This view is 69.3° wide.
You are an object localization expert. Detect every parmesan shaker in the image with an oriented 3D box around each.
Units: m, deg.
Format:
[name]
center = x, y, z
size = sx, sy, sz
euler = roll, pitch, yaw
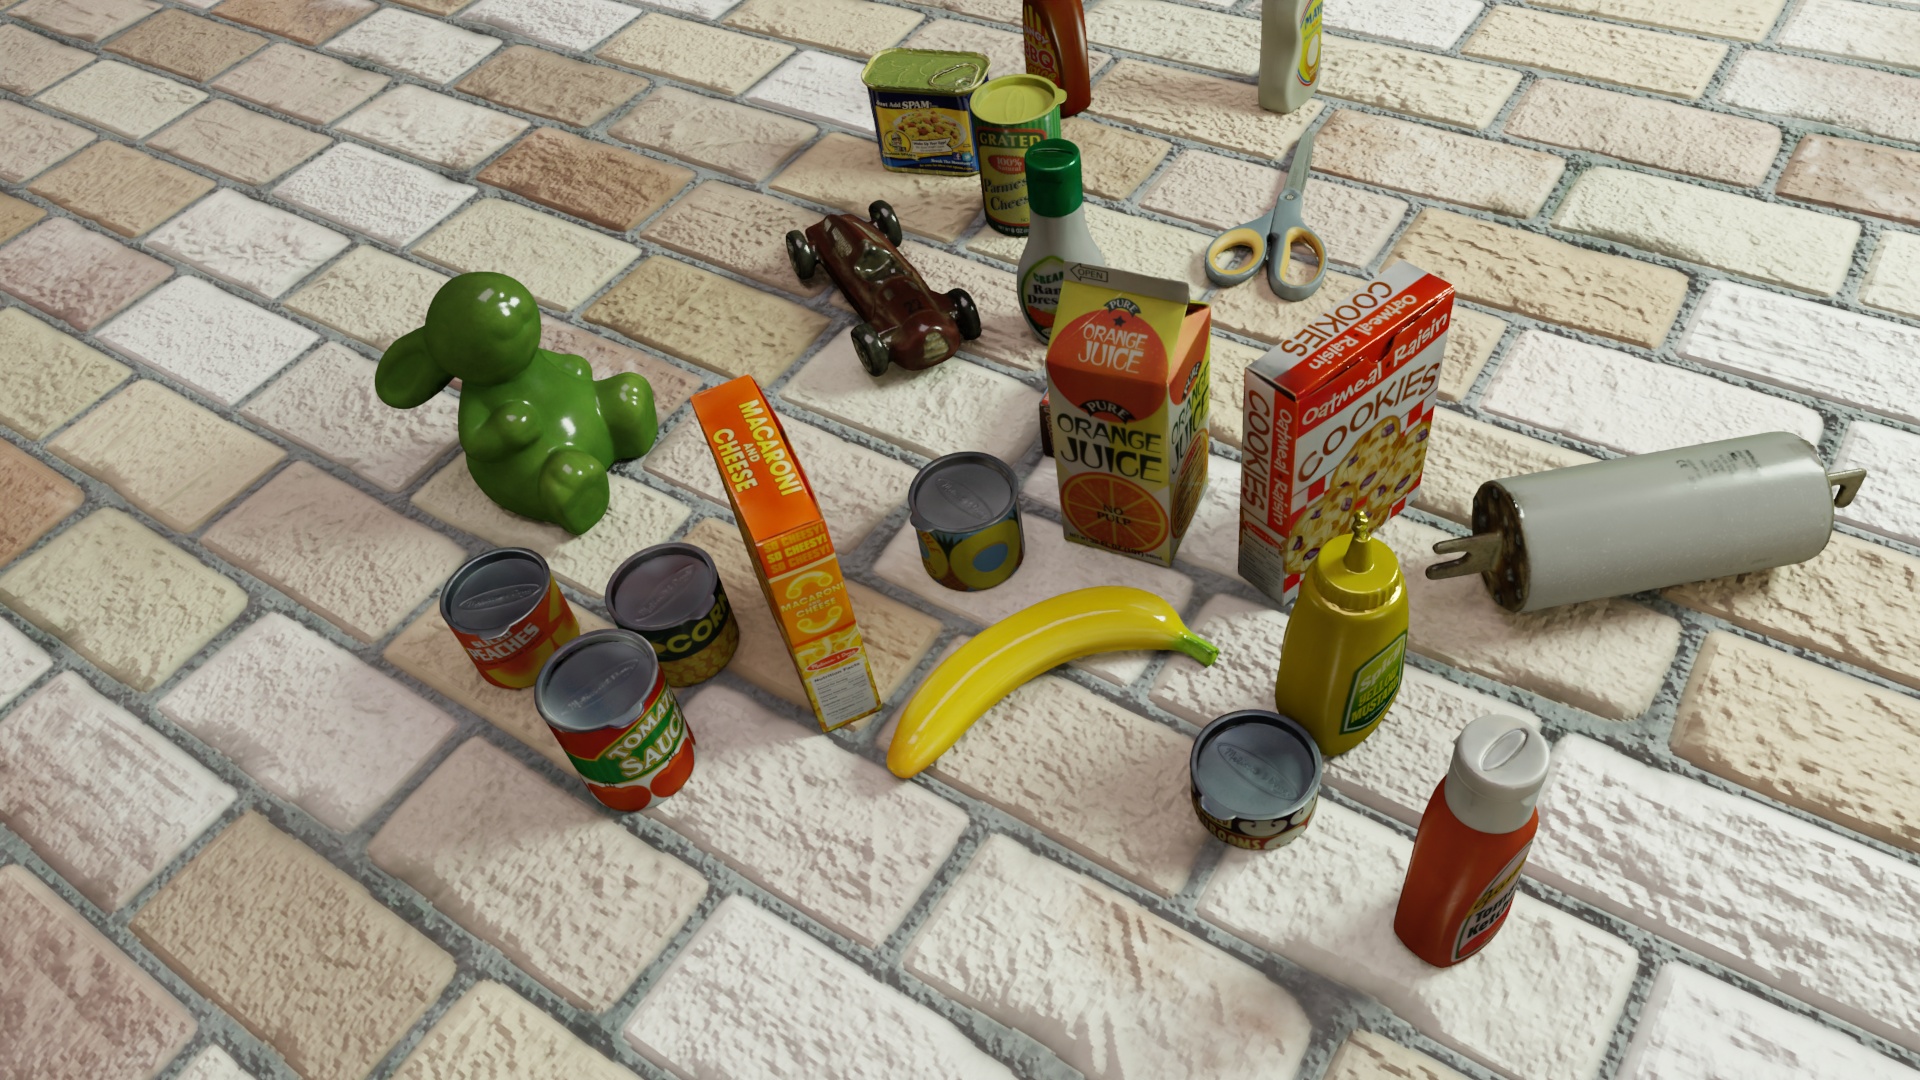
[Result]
[parmesan shaker]
center = 0.048, -0.291, 1.055
size = 0.071, 0.102, 0.072
euler = -5, 48, 5

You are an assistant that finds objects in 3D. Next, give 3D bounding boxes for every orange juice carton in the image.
[orange juice carton]
center = 0.098, -0.079, 0.798
size = 0.072, 0.191, 0.073
euler = 15, 53, 21

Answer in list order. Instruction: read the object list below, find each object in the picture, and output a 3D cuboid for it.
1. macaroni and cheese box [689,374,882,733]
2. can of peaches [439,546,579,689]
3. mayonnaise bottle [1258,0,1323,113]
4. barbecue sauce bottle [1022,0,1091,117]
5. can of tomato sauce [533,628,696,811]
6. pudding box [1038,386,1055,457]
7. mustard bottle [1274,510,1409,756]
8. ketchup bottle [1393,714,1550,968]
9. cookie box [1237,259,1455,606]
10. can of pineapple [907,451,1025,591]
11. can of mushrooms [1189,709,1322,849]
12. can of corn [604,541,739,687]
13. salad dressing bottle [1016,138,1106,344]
[macaroni and cheese box]
center = -0.095, 0.009, 0.769
size = 0.040, 0.165, 0.124
euler = -22, 49, -10
[can of peaches]
center = -0.269, 0.049, 0.834
size = 0.071, 0.057, 0.071
euler = -5, 48, 5
[mayonnaise bottle]
center = 0.264, -0.419, 1.104
size = 0.041, 0.147, 0.065
euler = 24, 57, 27
[barbecue sauce bottle]
center = 0.076, -0.427, 1.141
size = 0.044, 0.147, 0.065
euler = -30, 51, -17
[can of tomato sauce]
center = -0.185, 0.100, 0.758
size = 0.071, 0.082, 0.071
euler = -5, 48, 5
[pudding box]
center = 0.081, -0.098, 0.914
size = 0.030, 0.049, 0.084
euler = 15, 53, 21
[mustard bottle]
center = 0.194, 0.044, 0.695
size = 0.065, 0.159, 0.049
euler = -35, 53, -21
[ketchup bottle]
center = 0.229, 0.133, 0.618
size = 0.065, 0.148, 0.043
euler = -36, 53, -21
[cookie box]
center = 0.213, -0.057, 0.777
size = 0.123, 0.166, 0.040
euler = -35, 52, -20
[can of pineapple]
center = 0.003, -0.011, 0.843
size = 0.071, 0.057, 0.071
euler = -5, 48, 5
[can of mushrooms]
center = 0.150, 0.125, 0.715
size = 0.071, 0.033, 0.071
euler = -5, 48, 5
[can of corn]
center = -0.167, 0.045, 0.820
size = 0.071, 0.058, 0.071
euler = -5, 48, 5
[salad dressing bottle]
center = 0.067, -0.200, 0.941
size = 0.064, 0.147, 0.044
euler = 6, 50, 14
